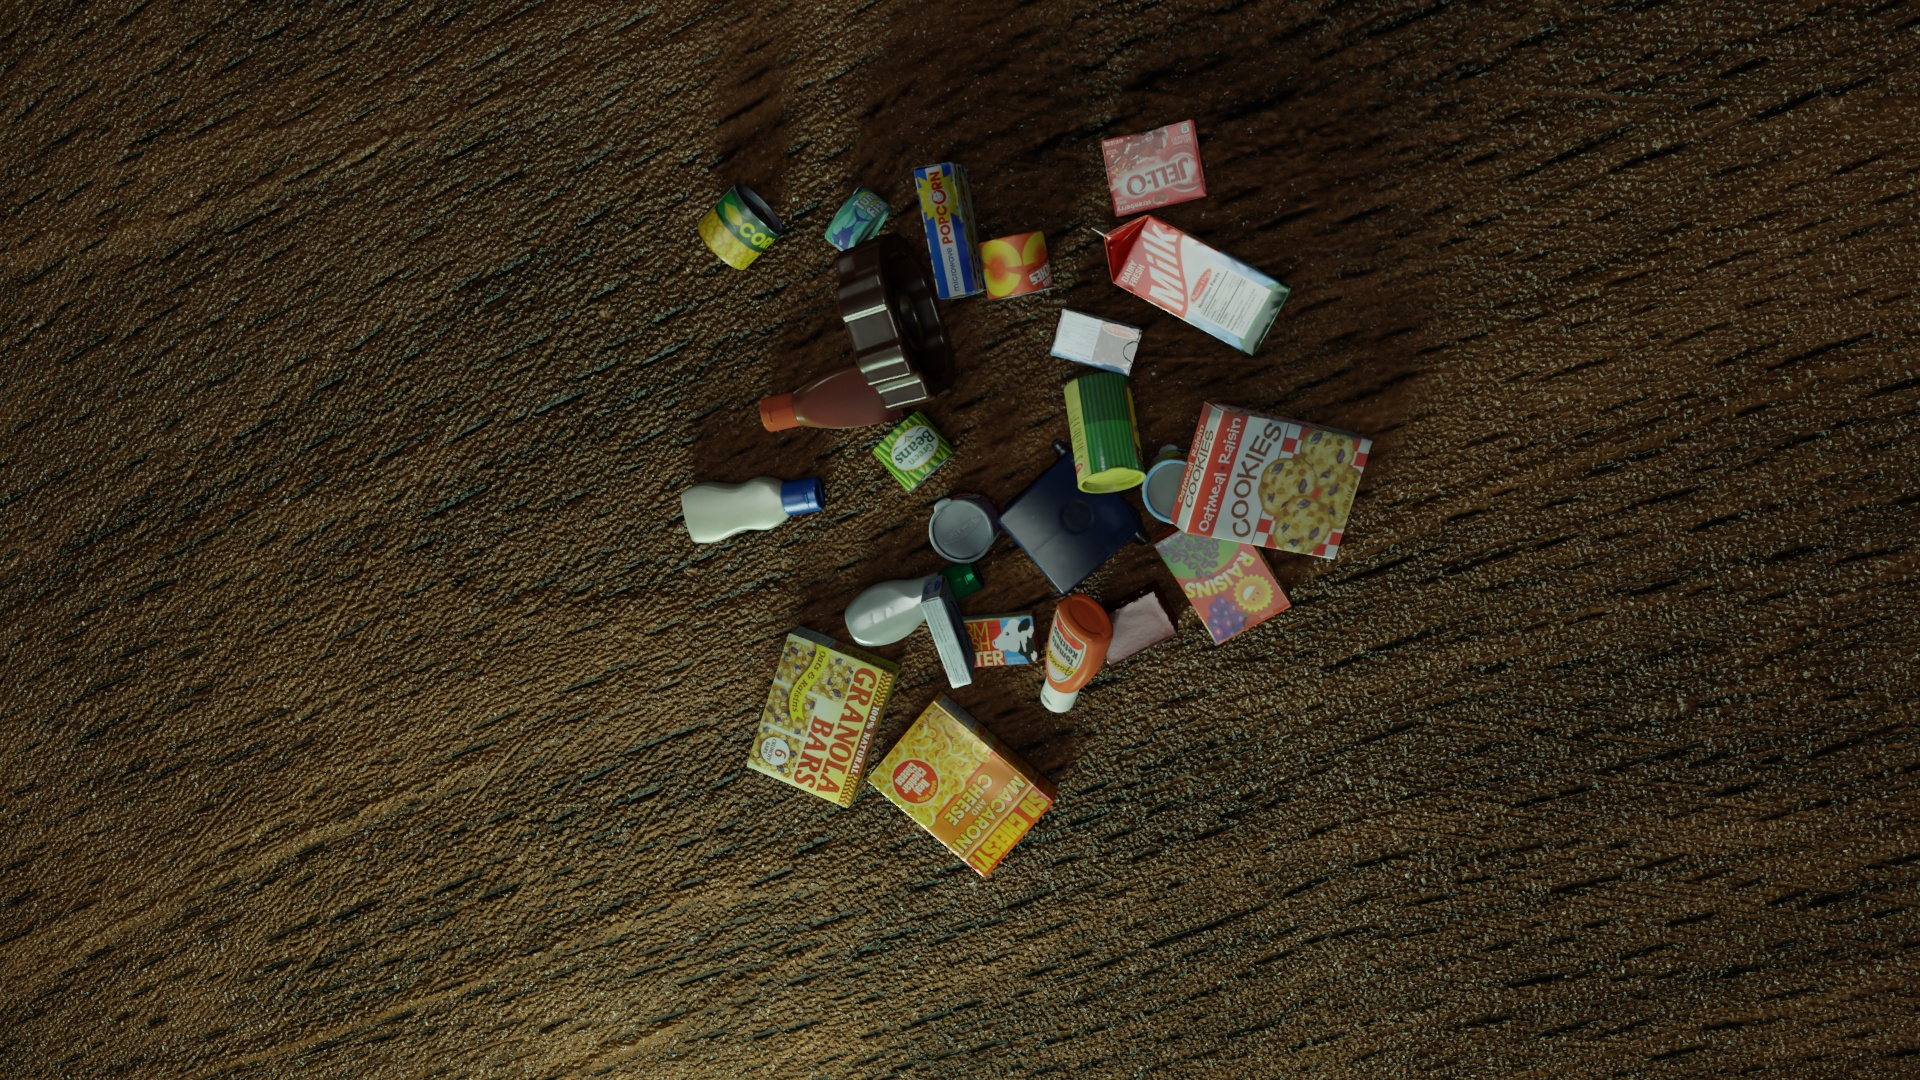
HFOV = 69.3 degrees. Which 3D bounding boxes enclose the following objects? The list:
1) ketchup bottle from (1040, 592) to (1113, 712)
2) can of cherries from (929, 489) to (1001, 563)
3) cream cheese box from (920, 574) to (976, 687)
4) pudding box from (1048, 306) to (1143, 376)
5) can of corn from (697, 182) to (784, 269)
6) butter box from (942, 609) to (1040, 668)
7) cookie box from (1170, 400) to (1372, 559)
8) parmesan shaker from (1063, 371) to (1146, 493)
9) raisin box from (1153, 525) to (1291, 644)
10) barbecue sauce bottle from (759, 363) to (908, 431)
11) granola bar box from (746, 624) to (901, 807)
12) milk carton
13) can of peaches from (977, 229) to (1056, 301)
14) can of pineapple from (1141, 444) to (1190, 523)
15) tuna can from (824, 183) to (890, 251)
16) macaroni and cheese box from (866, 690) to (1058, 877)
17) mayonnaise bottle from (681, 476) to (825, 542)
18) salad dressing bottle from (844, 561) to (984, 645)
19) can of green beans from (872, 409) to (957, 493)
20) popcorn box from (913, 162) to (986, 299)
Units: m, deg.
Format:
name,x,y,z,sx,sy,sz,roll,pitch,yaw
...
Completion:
name,x,y,z,sx,sy,sz,roll,pitch,yaw
ketchup bottle,0.113,0.119,1.405,0.065,0.044,0.148,52,150,29
can of cherries,0.005,-0.018,1.423,0.071,0.058,0.071,3,104,12
cream cheese box,-0.012,0.093,1.417,0.024,0.053,0.103,-16,110,11
pudding box,0.134,-0.197,1.372,0.084,0.030,0.049,17,104,7
can of corn,-0.220,-0.313,1.395,0.058,0.071,0.071,-40,93,18
butter box,0.030,0.105,1.464,0.103,0.024,0.053,-6,101,12
cookie box,0.296,-0.057,1.330,0.167,0.040,0.122,9,105,-19
parmesan shaker,0.141,-0.106,1.350,0.071,0.071,0.103,-11,73,13
raisin box,0.263,0.030,1.393,0.086,0.040,0.123,-31,96,15
barbecue sauce bottle,-0.132,-0.144,1.429,0.148,0.044,0.064,-11,106,14
granola bar box,-0.149,0.190,1.511,0.124,0.039,0.165,21,106,6
milk carton,0.211,-0.254,1.322,0.191,0.072,0.073,28,107,3
can of peaches,0.056,-0.268,1.351,0.071,0.071,0.058,-10,100,13
can of pineapple,0.213,-0.055,1.373,0.071,0.058,0.070,3,103,11
tuna can,-0.100,-0.316,1.371,0.033,0.071,0.071,38,107,-1
macaroni and cheese box,0.003,0.262,1.497,0.166,0.040,0.123,40,107,1
mayonnaise bottle,-0.218,-0.038,1.472,0.148,0.041,0.064,-9,103,12
salad dressing bottle,-0.048,0.063,1.460,0.147,0.044,0.064,-24,98,13
can of green beans,-0.047,-0.091,1.412,0.071,0.071,0.058,-40,92,17
popcorn box,-0.008,-0.300,1.347,0.038,0.085,0.126,-9,100,12
